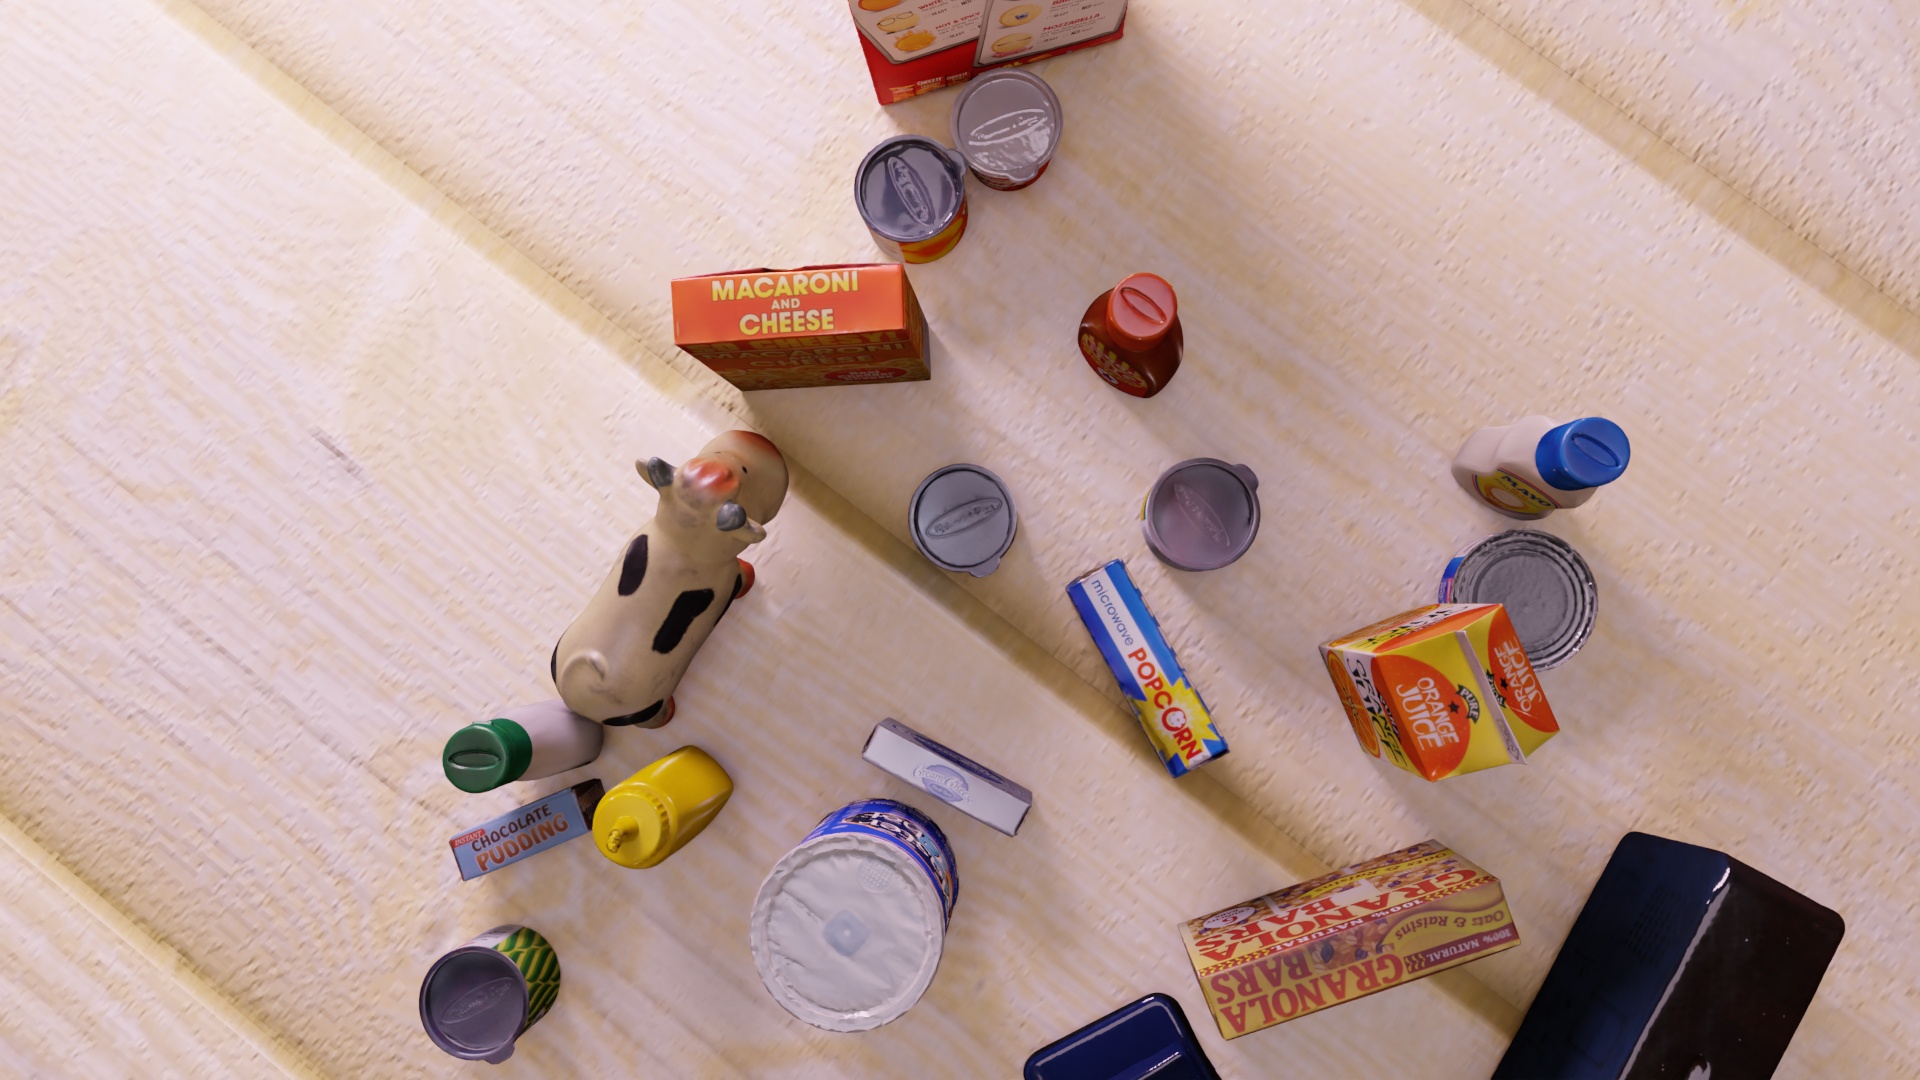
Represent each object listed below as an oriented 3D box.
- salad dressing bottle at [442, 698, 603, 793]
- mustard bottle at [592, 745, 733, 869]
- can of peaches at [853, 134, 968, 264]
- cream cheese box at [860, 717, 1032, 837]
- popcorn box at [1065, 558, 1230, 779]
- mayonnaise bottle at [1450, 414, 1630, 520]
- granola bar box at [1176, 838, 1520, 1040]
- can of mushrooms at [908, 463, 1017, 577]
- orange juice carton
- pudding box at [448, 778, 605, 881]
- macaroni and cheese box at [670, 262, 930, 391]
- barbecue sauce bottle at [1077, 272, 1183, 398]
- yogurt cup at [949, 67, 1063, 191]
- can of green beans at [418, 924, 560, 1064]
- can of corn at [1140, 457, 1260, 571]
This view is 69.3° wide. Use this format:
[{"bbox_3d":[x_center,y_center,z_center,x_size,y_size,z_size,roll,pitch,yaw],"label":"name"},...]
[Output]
[{"bbox_3d":[-0.252,0.118,0.802,0.064,0.147,0.044,0,87,3],"label":"salad dressing bottle"},{"bbox_3d":[-0.174,0.155,0.789,0.049,0.160,0.065,44,90,4],"label":"mustard bottle"},{"bbox_3d":[-0.027,-0.209,0.854,0.071,0.058,0.071,0,87,3],"label":"can of peaches"},{"bbox_3d":[-0.007,0.141,0.835,0.104,0.053,0.024,27,89,4],"label":"cream cheese box"},{"bbox_3d":[0.107,0.073,0.817,0.038,0.085,0.126,-29,86,1],"label":"popcorn box"},{"bbox_3d":[0.327,-0.042,0.781,0.065,0.148,0.041,34,90,4],"label":"mayonnaise bottle"},{"bbox_3d":[0.212,0.223,0.784,0.165,0.124,0.039,-19,86,2],"label":"granola bar box"},{"bbox_3d":[0.003,-0.011,0.853,0.071,0.033,0.071,0,87,3],"label":"can of mushrooms"},{"bbox_3d":[0.260,0.079,0.756,0.073,0.192,0.072,-23,86,2],"label":"orange juice carton"},{"bbox_3d":[-0.261,0.176,0.848,0.084,0.049,0.030,-22,86,2],"label":"pudding box"},{"bbox_3d":[-0.085,-0.120,0.798,0.124,0.166,0.040,-3,87,3],"label":"macaroni and cheese box"},{"bbox_3d":[0.100,-0.120,0.797,0.065,0.148,0.043,39,90,4],"label":"barbecue sauce bottle"},{"bbox_3d":[0.029,-0.249,0.856,0.072,0.054,0.072,0,87,3],"label":"yogurt cup"},{"bbox_3d":[-0.283,0.272,0.839,0.071,0.058,0.071,0,87,3],"label":"can of green beans"},{"bbox_3d":[0.144,-0.016,0.834,0.071,0.058,0.071,0,87,3],"label":"can of corn"}]
